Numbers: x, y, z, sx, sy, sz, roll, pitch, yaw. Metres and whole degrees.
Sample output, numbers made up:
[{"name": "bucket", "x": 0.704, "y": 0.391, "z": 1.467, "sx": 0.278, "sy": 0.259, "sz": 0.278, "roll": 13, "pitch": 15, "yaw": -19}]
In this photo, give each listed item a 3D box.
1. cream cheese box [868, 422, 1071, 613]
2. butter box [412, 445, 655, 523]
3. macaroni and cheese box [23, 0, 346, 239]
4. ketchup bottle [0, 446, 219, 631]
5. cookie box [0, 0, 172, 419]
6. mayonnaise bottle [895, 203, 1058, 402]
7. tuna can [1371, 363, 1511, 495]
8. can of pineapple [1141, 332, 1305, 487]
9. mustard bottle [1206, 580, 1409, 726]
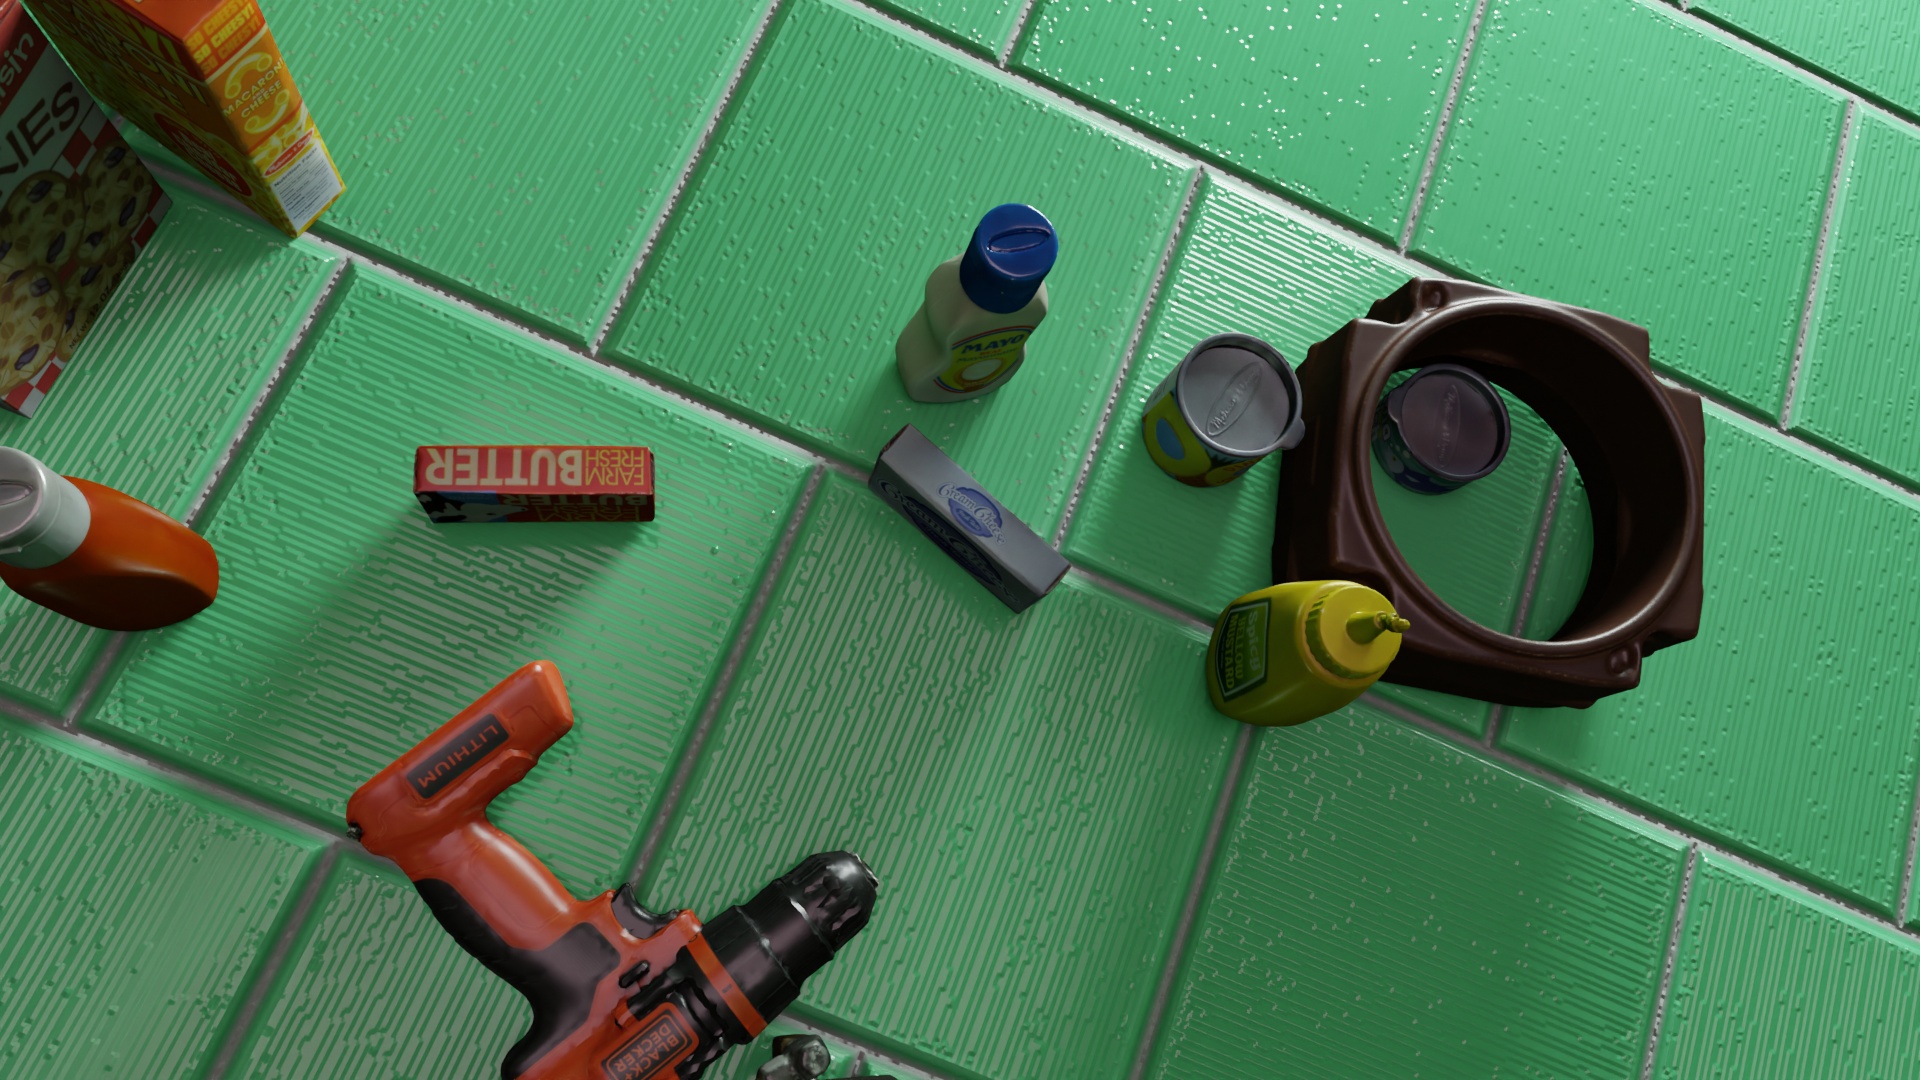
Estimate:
[{"name": "cream cheese box", "x": 0.002, "y": -0.008, "z": 0.673, "sx": 0.104, "sy": 0.053, "sz": 0.024, "roll": 41, "pitch": 72, "yaw": 1}, {"name": "butter box", "x": -0.193, "y": -0.025, "z": 0.639, "sx": 0.104, "sy": 0.053, "sz": 0.024, "roll": 0, "pitch": 76, "yaw": -11}, {"name": "macaroni and cheese box", "x": -0.345, "y": -0.213, "z": 0.598, "sx": 0.124, "sy": 0.166, "sz": 0.040, "roll": 36, "pitch": 72, "yaw": -1}, {"name": "ketchup bottle", "x": -0.349, "y": 0.002, "z": 0.550, "sx": 0.065, "sy": 0.148, "sz": 0.043, "roll": -8, "pitch": 78, "yaw": -13}, {"name": "cookie box", "x": -0.398, "y": -0.134, "z": 0.566, "sx": 0.040, "sy": 0.167, "sz": 0.123, "roll": 24, "pitch": 73, "yaw": -5}, {"name": "mayonnaise bottle", "x": 0.010, "y": -0.108, "z": 0.651, "sx": 0.065, "sy": 0.147, "sz": 0.041, "roll": -13, "pitch": 79, "yaw": -14}, {"name": "tuna can", "x": 0.255, "y": -0.060, "z": 0.748, "sx": 0.071, "sy": 0.032, "sz": 0.071, "roll": 3, "pitch": 75, "yaw": -11}, {"name": "can of pineapple", "x": 0.133, "y": -0.064, "z": 0.711, "sx": 0.071, "sy": 0.057, "sz": 0.071, "roll": 3, "pitch": 75, "yaw": -11}, {"name": "mustard bottle", "x": 0.160, "y": 0.047, "z": 0.634, "sx": 0.049, "sy": 0.159, "sz": 0.065, "roll": 8, "pitch": 75, "yaw": -9}]
